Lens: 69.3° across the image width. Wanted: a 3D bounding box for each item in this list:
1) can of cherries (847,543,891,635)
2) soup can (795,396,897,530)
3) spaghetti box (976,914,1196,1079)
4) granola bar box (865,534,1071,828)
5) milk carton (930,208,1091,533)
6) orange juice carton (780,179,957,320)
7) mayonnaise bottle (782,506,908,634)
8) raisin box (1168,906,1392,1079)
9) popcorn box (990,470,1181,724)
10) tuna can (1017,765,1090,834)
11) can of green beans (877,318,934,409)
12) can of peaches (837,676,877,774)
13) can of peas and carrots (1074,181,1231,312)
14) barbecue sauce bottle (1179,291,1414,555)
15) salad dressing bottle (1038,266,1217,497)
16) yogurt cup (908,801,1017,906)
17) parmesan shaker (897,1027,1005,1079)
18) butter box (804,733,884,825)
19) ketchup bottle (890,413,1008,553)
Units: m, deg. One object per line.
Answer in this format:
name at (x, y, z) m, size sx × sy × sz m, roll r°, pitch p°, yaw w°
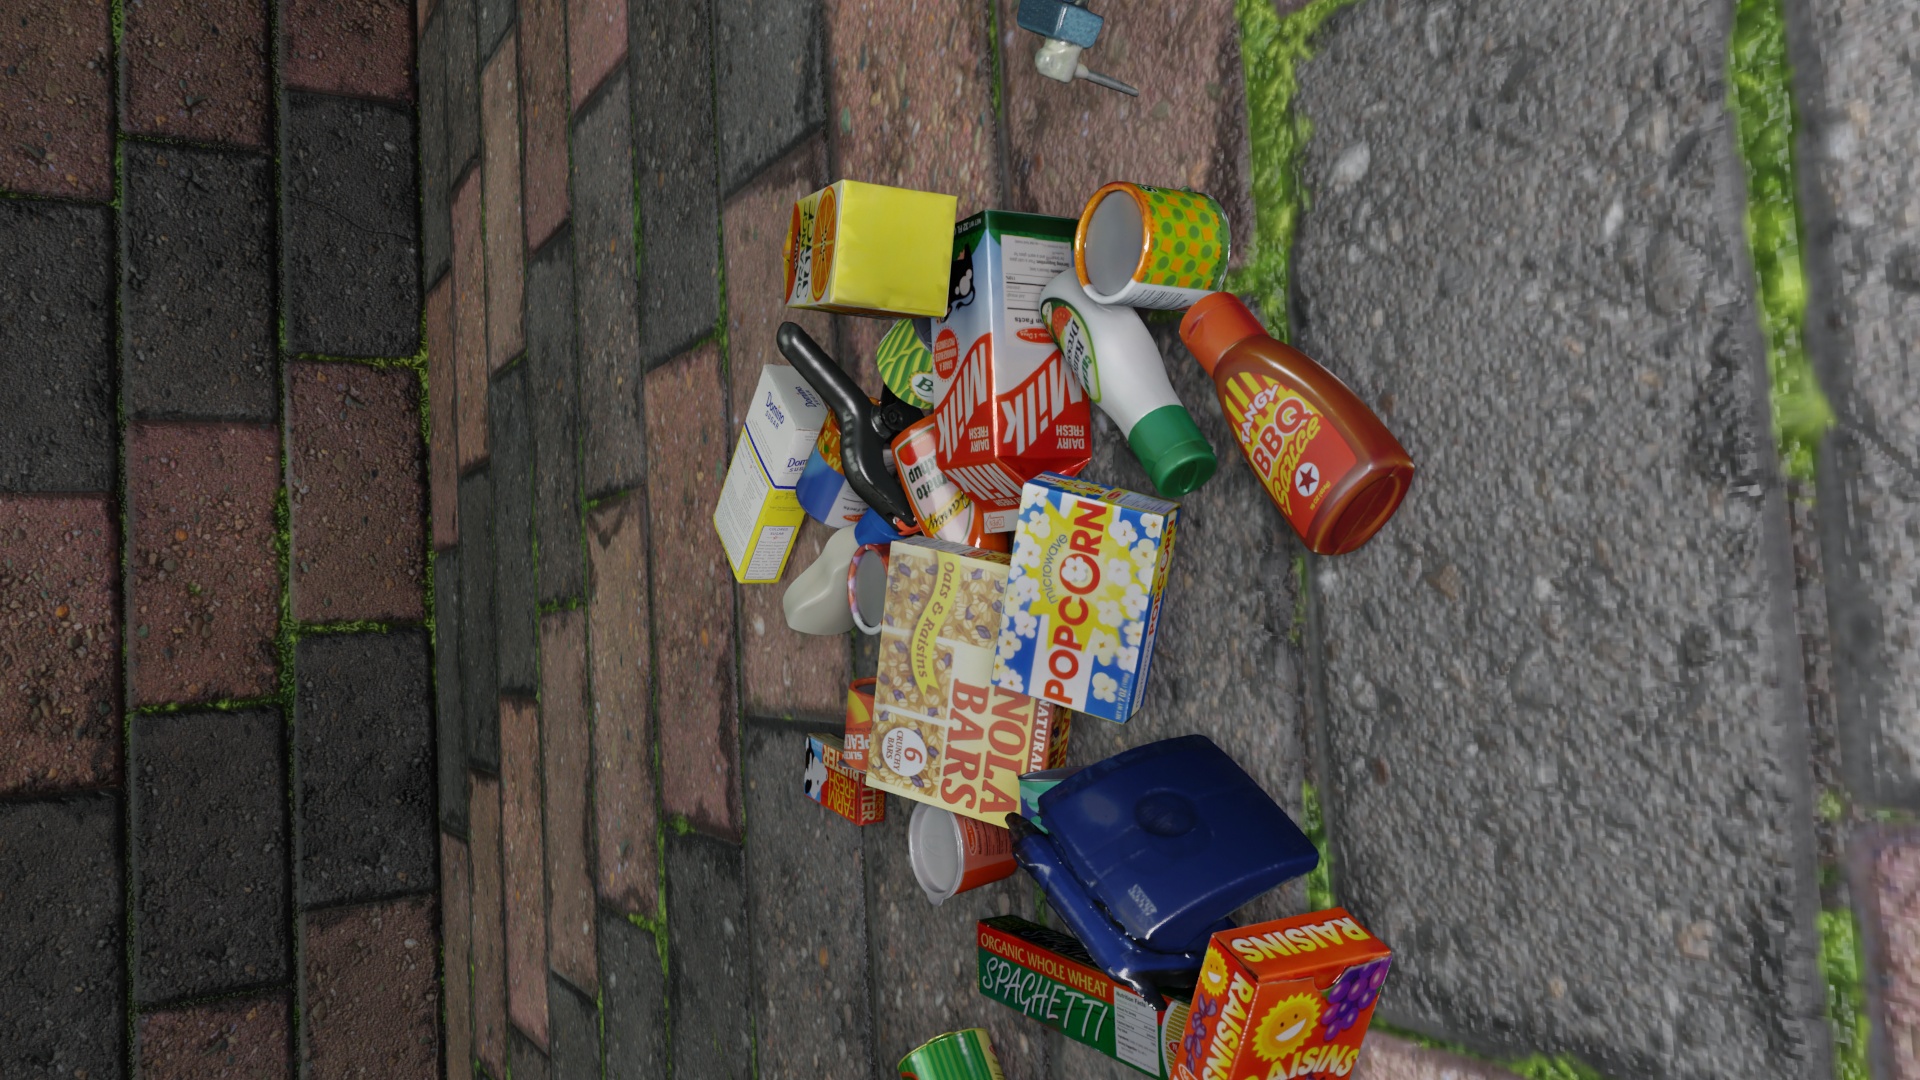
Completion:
can of cherries at (-0.042, 0.031, 0.998) m, size 0.071 × 0.058 × 0.071 m, roll 4°, pitch 95°, yaw 59°
soup can at (-0.083, -0.061, 1.055) m, size 0.083 × 0.071 × 0.071 m, roll -61°, pitch 42°, yaw 38°
spaghetti box at (0.085, 0.273, 0.822) m, size 0.250 × 0.029 × 0.050 m, roll -2°, pitch 89°, yaw 59°
granola bar box at (0.010, 0.089, 0.879) m, size 0.124 × 0.039 × 0.165 m, roll 12°, pitch 103°, yaw 23°
milk carton at (0.030, -0.101, 0.862) m, size 0.072 × 0.073 × 0.190 m, roll -6°, pitch 86°, yaw 59°
orange juice carton at (-0.065, -0.182, 0.891) m, size 0.193 × 0.072 × 0.073 m, roll -154°, pitch 70°, yaw -71°
mayonnaise bottle at (-0.081, 0.019, 1.062) m, size 0.147 × 0.065 × 0.041 m, roll -50°, pitch 46°, yaw 42°
raisin box at (0.148, 0.242, 0.664) m, size 0.040 × 0.086 × 0.123 m, roll 39°, pitch 123°, yaw 53°
popcorn box at (0.071, 0.032, 0.795) m, size 0.085 × 0.038 × 0.126 m, roll 15°, pitch 106°, yaw 22°
tuna can at (0.068, 0.151, 0.811) m, size 0.071 × 0.071 × 0.033 m, roll -12°, pitch 82°, yaw 58°
can of green beans at (-0.016, -0.131, 0.946) m, size 0.057 × 0.071 × 0.071 m, roll -43°, pitch 55°, yaw 51°
can of peaches at (-0.053, 0.134, 1.006) m, size 0.071 × 0.071 × 0.058 m, roll 19°, pitch 106°, yaw 57°
can of peas and carrots at (0.103, -0.162, 0.756) m, size 0.071 × 0.059 × 0.071 m, roll 3°, pitch 93°, yaw 58°
barbecue sauce bottle at (0.158, -0.064, 0.682) m, size 0.149 × 0.044 × 0.064 m, roll 62°, pitch 140°, yaw 38°
salad dressing bottle at (0.094, -0.091, 0.783) m, size 0.064 × 0.044 × 0.148 m, roll 90°, pitch 157°, yaw -56°
yogurt cup at (0.004, 0.202, 0.930) m, size 0.072 × 0.054 × 0.072 m, roll 2°, pitch 92°, yaw 59°
parmesan shaker at (0.005, 0.385, 0.916) m, size 0.071 × 0.071 × 0.103 m, roll -59°, pitch 43°, yaw 41°
butter box at (-0.094, 0.191, 1.120) m, size 0.103 × 0.024 × 0.053 m, roll 9°, pitch 98°, yaw 58°
ketchup bottle at (0.003, -0.012, 0.931) m, size 0.064 × 0.043 × 0.149 m, roll -28°, pitch 71°, yaw 26°
